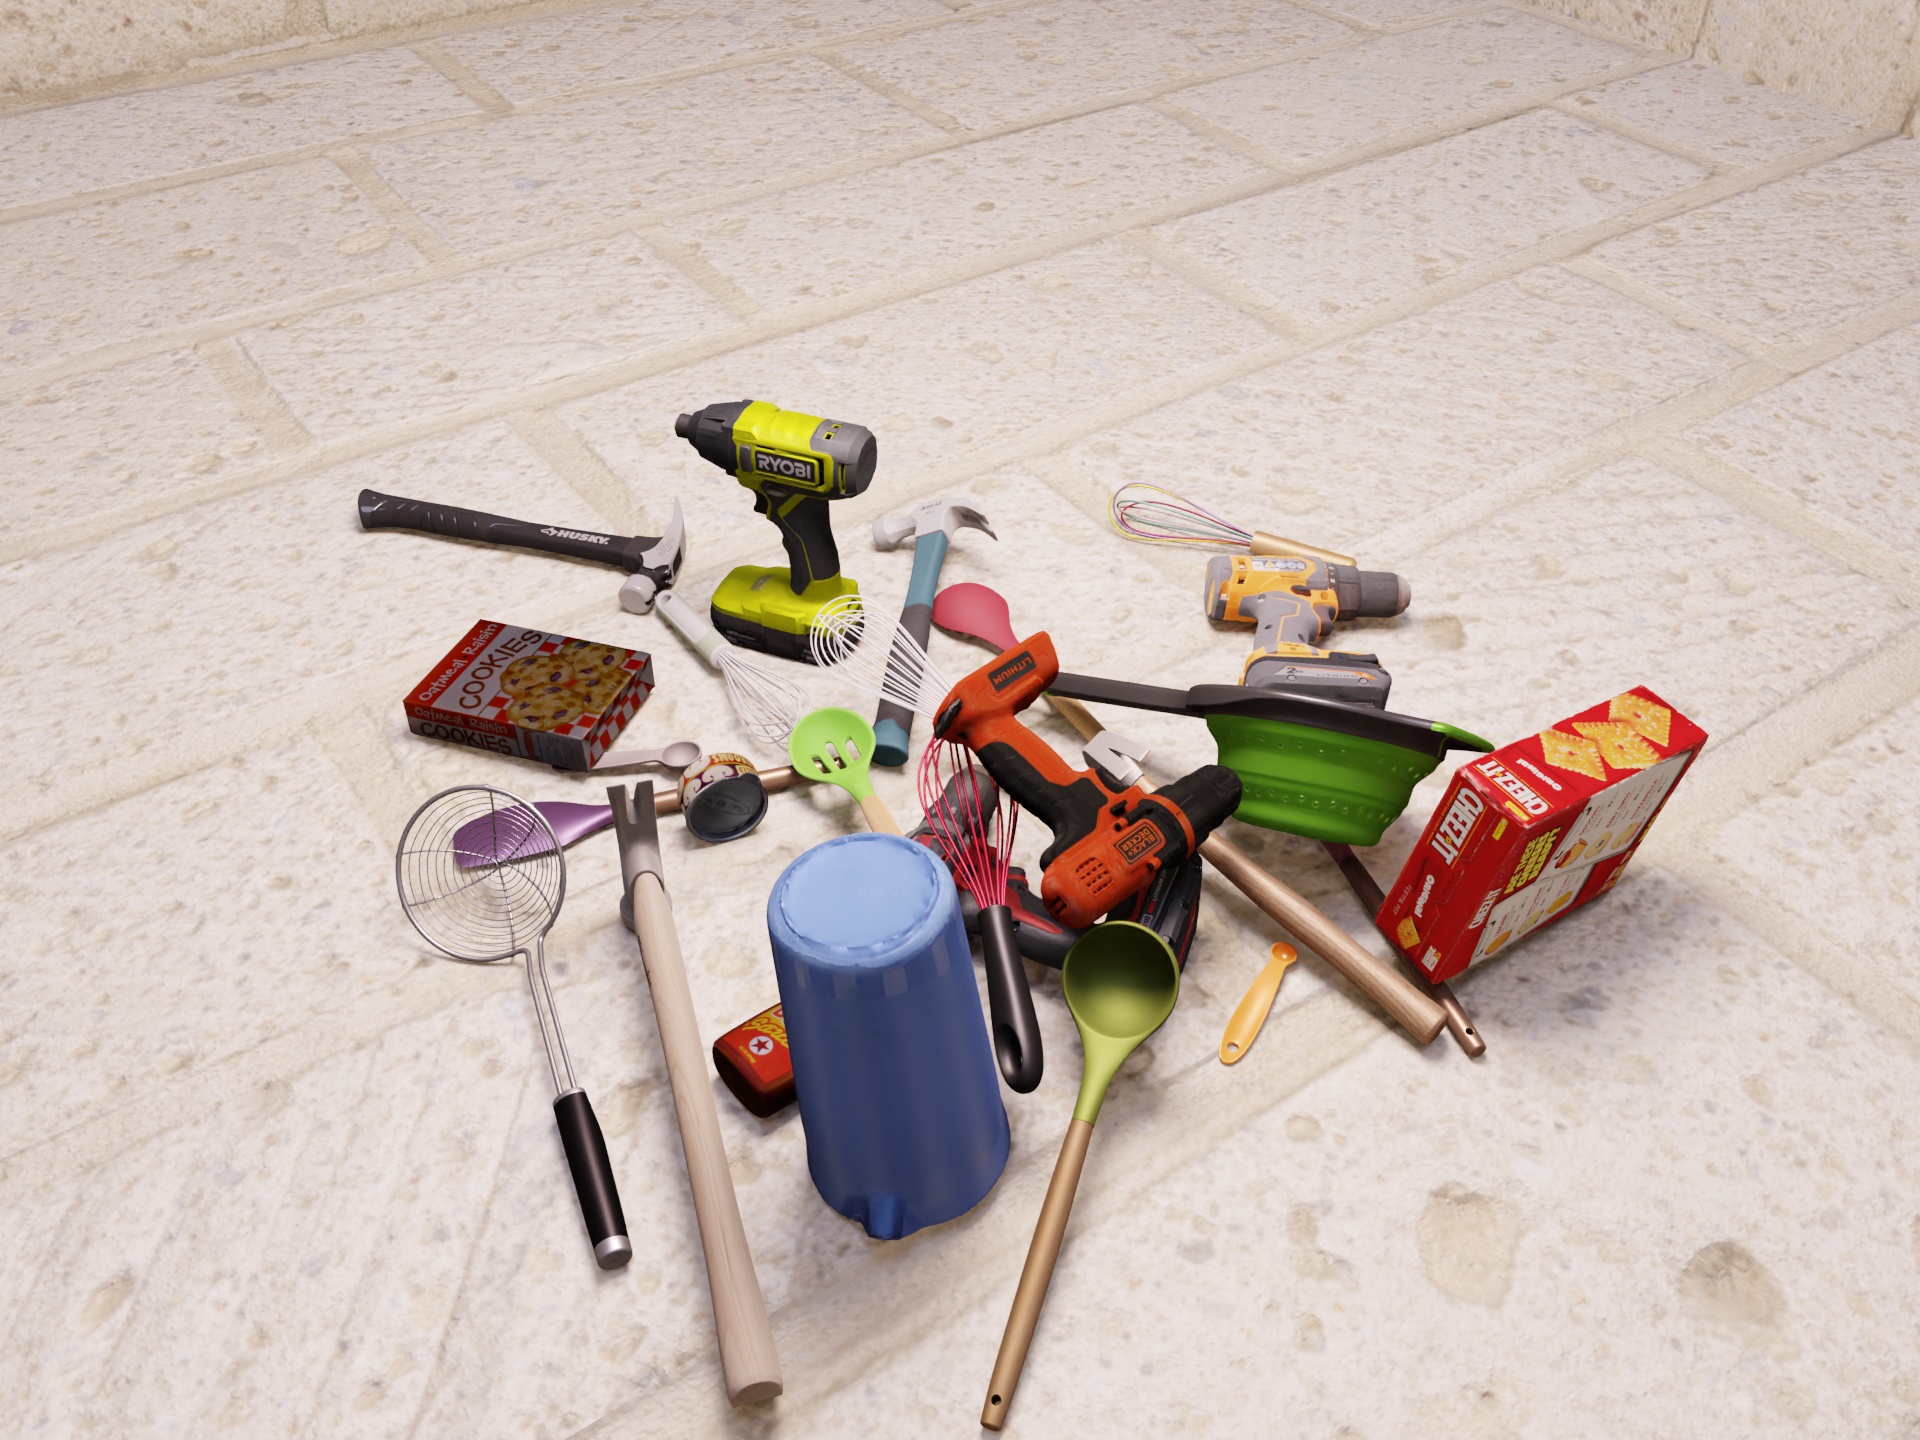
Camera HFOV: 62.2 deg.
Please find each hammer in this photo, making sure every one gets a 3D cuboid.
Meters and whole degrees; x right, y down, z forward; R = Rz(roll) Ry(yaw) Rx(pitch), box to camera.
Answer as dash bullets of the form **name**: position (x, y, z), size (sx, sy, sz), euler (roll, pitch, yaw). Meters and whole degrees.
- **hammer**: position (0.215, 0.117, 1.165), size (0.331, 0.130, 0.031), euler (40, 83, 25)
- **hammer**: position (-0.042, -0.086, 1.406), size (0.128, 0.033, 0.331), euler (-14, 41, 23)
- **hammer**: position (-0.423, -0.183, 1.523), size (0.335, 0.035, 0.146), euler (11, 43, 11)
- **hammer**: position (-0.173, 0.223, 1.008), size (0.038, 0.146, 0.411), euler (-10, 47, -14)

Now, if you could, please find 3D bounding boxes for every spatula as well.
- **spatula**: position (-0.240, 0.064, 1.261), size (0.316, 0.018, 0.060), euler (-12, 42, -13)

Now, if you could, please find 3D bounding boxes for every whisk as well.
- **whisk**: position (0.020, 0.115, 1.080), size (0.073, 0.073, 0.296), euler (-5, 53, -8)
- **whisk**: position (0.260, -0.176, 1.538), size (0.245, 0.051, 0.047), euler (18, 65, 11)
- **whisk**: position (-0.202, -0.052, 1.375), size (0.058, 0.059, 0.247), euler (-44, 49, -6)
- **whisk**: position (-0.003, -0.003, 1.277), size (0.284, 0.070, 0.070), euler (36, 49, 7)

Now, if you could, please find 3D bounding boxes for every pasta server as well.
- **pasta server**: position (0.305, 0.121, 1.200), size (0.060, 0.040, 0.317), euler (-20, 46, -6)

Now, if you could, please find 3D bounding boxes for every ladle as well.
- **ladle**: position (0.071, -0.035, 1.378), size (0.069, 0.031, 0.316), euler (-25, 50, -21)
- **ladle**: position (0.066, 0.267, 0.973), size (0.078, 0.062, 0.320), euler (10, 55, 18)

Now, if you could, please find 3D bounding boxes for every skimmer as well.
- **skimmer**: position (-0.293, 0.195, 1.059), size (0.127, 0.090, 0.364), euler (-36, 49, 7)

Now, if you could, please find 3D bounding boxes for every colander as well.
- **colander**: position (0.197, 0.028, 1.222), size (0.397, 0.094, 0.204), euler (10, -3, 38)

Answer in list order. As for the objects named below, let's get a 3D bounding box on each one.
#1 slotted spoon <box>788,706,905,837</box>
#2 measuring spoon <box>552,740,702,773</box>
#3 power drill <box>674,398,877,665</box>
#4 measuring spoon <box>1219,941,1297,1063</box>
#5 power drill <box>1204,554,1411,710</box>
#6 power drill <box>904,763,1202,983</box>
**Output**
- **slotted spoon**: position (-0.061, 0.076, 1.175), size (0.070, 0.031, 0.314), euler (-25, 34, -9)
- **measuring spoon**: position (-0.271, 0.037, 1.299), size (0.124, 0.018, 0.034), euler (-5, 36, 3)
- **power drill**: position (-0.158, -0.166, 1.369), size (0.171, 0.223, 0.080), euler (14, 43, 14)
- **measuring spoon**: position (0.210, 0.201, 1.129), size (0.021, 0.011, 0.117), euler (22, 49, 21)
- **power drill**: position (0.316, -0.069, 1.387), size (0.185, 0.084, 0.226), euler (2, 37, -1)
- **power drill**: position (0.060, 0.118, 1.170), size (0.227, 0.080, 0.188), euler (12, 43, 16)
